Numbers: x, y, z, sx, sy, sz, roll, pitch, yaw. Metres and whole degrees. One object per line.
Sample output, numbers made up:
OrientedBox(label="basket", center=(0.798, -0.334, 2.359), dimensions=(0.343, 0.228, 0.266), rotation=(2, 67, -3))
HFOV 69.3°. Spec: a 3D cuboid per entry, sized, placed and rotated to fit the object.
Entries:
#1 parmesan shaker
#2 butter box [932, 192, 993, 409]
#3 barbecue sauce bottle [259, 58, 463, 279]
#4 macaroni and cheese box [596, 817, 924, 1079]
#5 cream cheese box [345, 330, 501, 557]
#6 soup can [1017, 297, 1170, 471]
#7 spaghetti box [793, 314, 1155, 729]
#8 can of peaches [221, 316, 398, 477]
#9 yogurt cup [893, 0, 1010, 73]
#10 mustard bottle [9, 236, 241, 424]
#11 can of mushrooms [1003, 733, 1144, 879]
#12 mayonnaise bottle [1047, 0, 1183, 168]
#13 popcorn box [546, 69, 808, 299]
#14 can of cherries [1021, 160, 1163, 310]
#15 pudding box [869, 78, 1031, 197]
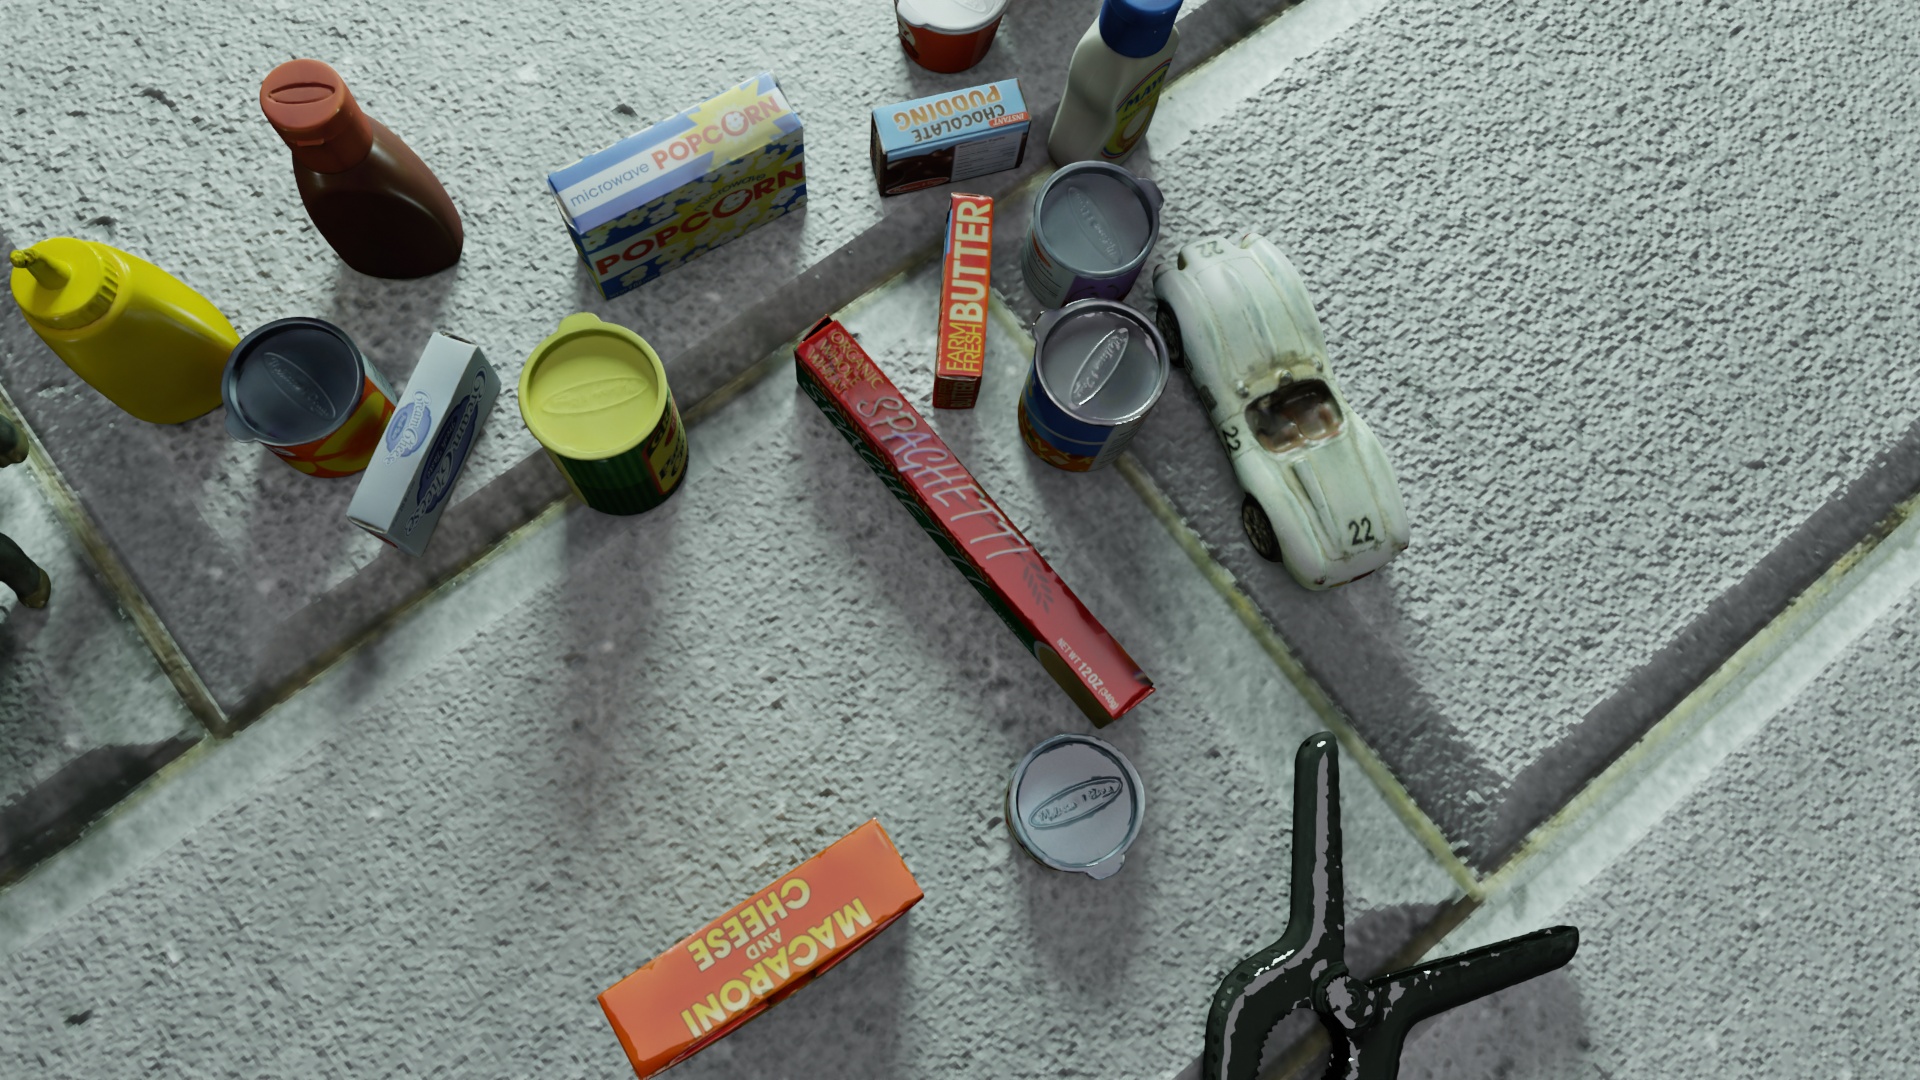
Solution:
OrientedBox(label="parmesan shaker", center=(-0.170, -0.059, 0.676), dimensions=(0.071, 0.103, 0.071), rotation=(1, 76, -4))
OrientedBox(label="butter box", center=(0.001, -0.125, 0.733), dimensions=(0.024, 0.053, 0.103), rotation=(5, 76, -3))
OrientedBox(label="barbecue sauce bottle", center=(-0.291, -0.176, 0.673), dimensions=(0.065, 0.148, 0.044), rotation=(-6, 77, -6))
OrientedBox(label="macaroni and cheese box", center=(-0.078, 0.170, 0.594), dimensions=(0.124, 0.166, 0.040), rotation=(-31, 81, -11))
OrientedBox(label="cream cheese box", center=(-0.265, -0.047, 0.691), dimensions=(0.024, 0.053, 0.104), rotation=(20, 75, 0))
OrientedBox(label="soup can", center=(0.064, -0.079, 0.710), dimensions=(0.071, 0.083, 0.071), rotation=(1, 76, -4))
OrientedBox(label="spaghetti box", center=(0.003, -0.009, 0.705), dimensions=(0.029, 0.050, 0.250), rotation=(-39, 82, -12))
OrientedBox(label="can of peaches", center=(-0.322, -0.068, 0.690), dimensions=(0.071, 0.058, 0.071), rotation=(1, 76, -4))
OrientedBox(label="yogurt cup", center=(-0.006, -0.299, 0.775), dimensions=(0.072, 0.054, 0.072), rotation=(1, 76, -4))
OrientedBox(label="mustard bottle", center=(-0.388, -0.102, 0.640), dimensions=(0.065, 0.160, 0.049), rotation=(-38, 82, -12))
OrientedBox(label="can of mushrooms", center=(0.056, 0.132, 0.683), dimensions=(0.071, 0.033, 0.071), rotation=(1, 76, -4))
OrientedBox(label="mayonnaise bottle", center=(0.083, -0.244, 0.720), dimensions=(0.065, 0.147, 0.041), rotation=(-43, 83, -12))
OrientedBox(label="popcorn box", center=(-0.143, -0.181, 0.719), dimensions=(0.127, 0.085, 0.038), rotation=(-29, 80, -11))
OrientedBox(label="can of cherries", center=(0.071, -0.161, 0.745), dimensions=(0.071, 0.058, 0.071), rotation=(1, 76, -4))
OrientedBox(label="pudding box", center=(-0.007, -0.219, 0.757), dimensions=(0.084, 0.049, 0.030), rotation=(-15, 78, -8))
